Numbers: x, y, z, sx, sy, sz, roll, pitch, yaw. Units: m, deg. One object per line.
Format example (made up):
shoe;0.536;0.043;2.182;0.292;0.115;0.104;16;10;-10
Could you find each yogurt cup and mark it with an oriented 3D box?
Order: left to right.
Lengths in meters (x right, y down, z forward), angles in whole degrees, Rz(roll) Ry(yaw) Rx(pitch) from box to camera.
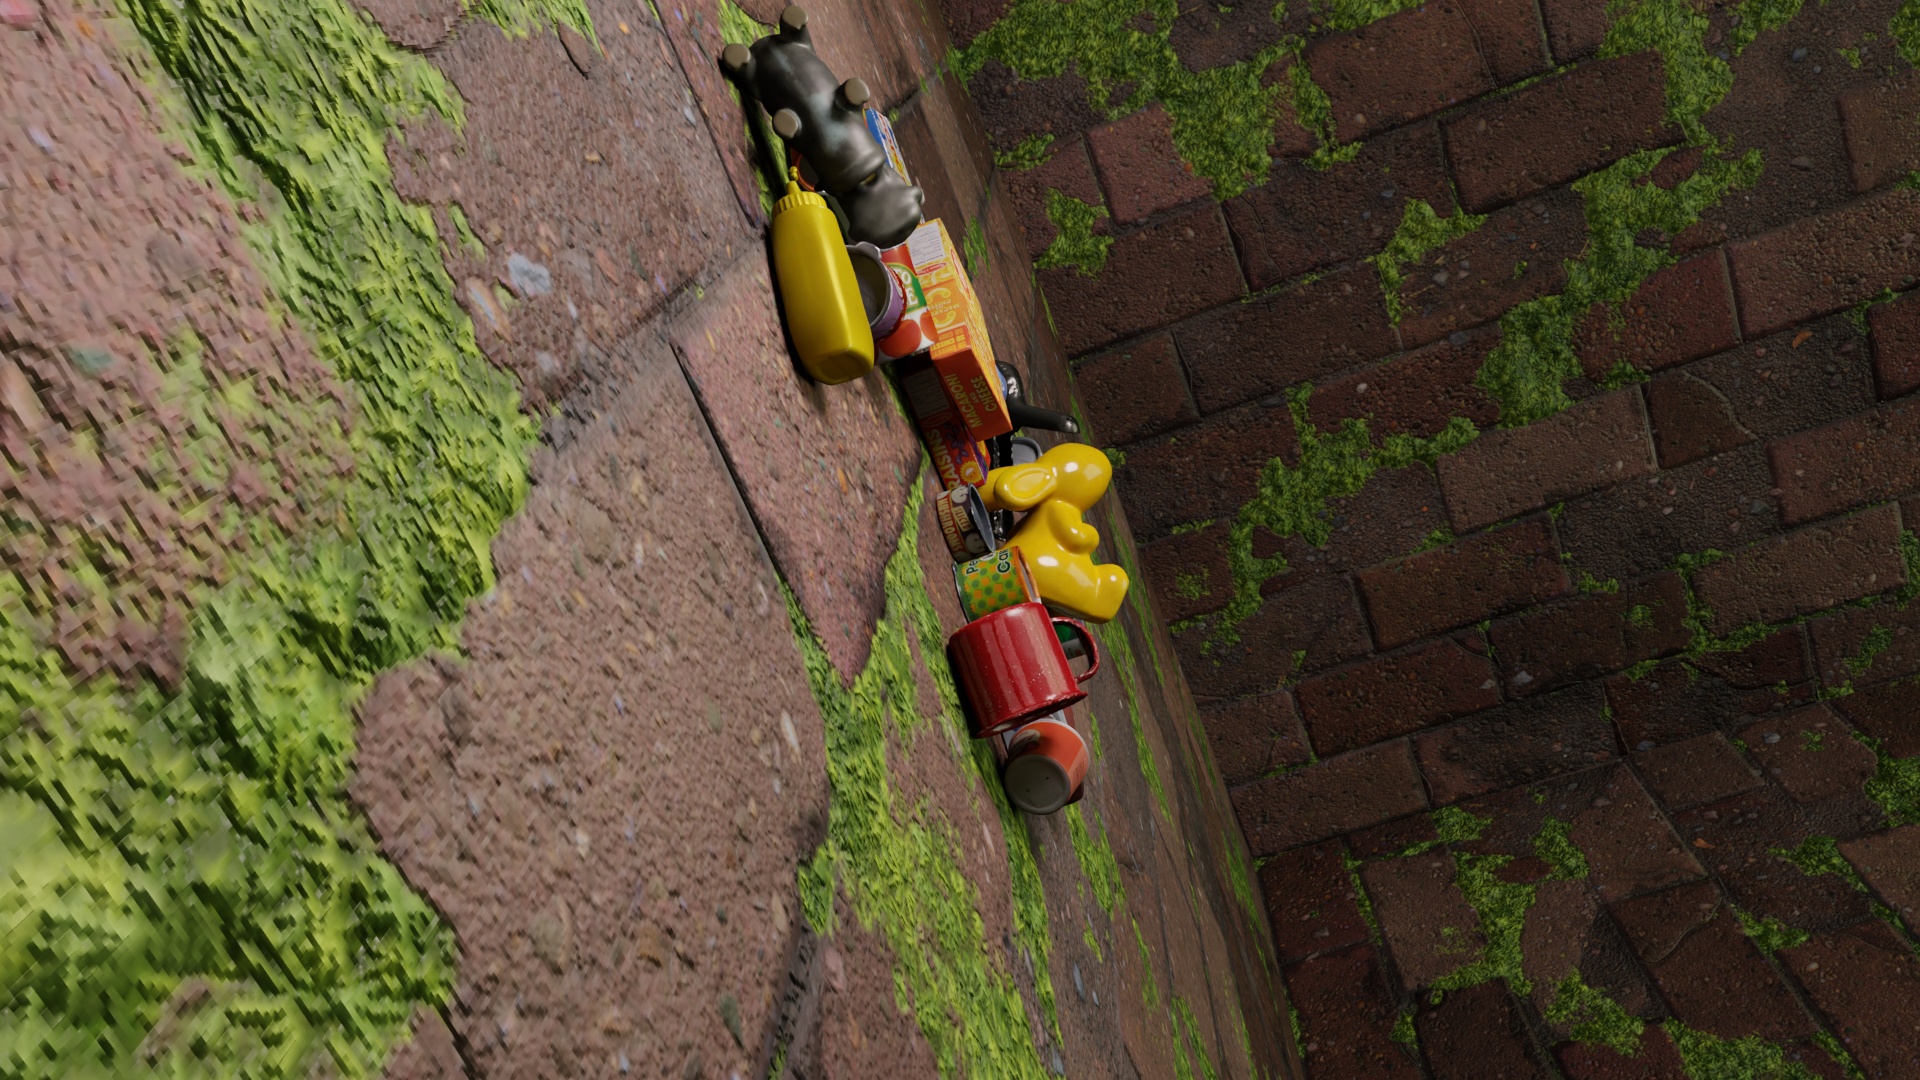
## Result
yogurt cup;0.067;0.186;1.124;0.054;0.072;0.072;-51;122;-68

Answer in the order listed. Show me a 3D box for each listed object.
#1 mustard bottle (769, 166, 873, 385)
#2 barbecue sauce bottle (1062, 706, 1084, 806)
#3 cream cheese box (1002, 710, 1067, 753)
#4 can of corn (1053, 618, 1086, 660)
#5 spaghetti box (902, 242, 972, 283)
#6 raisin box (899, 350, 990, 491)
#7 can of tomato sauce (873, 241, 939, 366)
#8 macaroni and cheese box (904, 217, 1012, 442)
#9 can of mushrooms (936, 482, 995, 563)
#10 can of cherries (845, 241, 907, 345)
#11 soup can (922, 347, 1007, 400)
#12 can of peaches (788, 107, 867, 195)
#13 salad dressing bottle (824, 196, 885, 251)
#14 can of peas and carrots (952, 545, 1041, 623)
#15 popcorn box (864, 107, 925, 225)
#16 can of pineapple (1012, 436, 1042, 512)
mustard bottle;-0.101;-0.187;0.954;0.065;0.049;0.160;45;27;-68
barbecue sauce bottle;0.084;0.174;1.279;0.149;0.043;0.064;-92;160;-58
cream cheese box;0.054;0.135;1.170;0.024;0.053;0.104;-6;78;-77
can of corn;0.096;0.092;1.437;0.071;0.058;0.071;-20;92;-79
spaghetti box;-0.030;-0.279;1.459;0.250;0.029;0.050;-2;114;-79
raisin box;-0.013;-0.112;1.294;0.086;0.040;0.123;-80;148;-70
can of tomato sauce;-0.060;-0.188;1.109;0.071;0.071;0.083;-68;139;-74
macaroni and cheese box;-0.003;-0.190;1.258;0.123;0.040;0.167;58;16;-52
can of mushrooms;0.004;-0.015;1.230;0.071;0.033;0.071;-20;92;-80
can of cherries;-0.074;-0.179;1.013;0.058;0.071;0.071;-4;75;-79
soup can;0.005;-0.163;1.396;0.083;0.071;0.071;50;24;-62
can of peaches;-0.106;-0.320;1.111;0.071;0.071;0.058;54;21;-58
salad dressing bottle;-0.080;-0.268;1.217;0.064;0.044;0.147;-99;168;-50
can of peas and carrots;0.032;0.041;1.205;0.071;0.058;0.071;-21;92;-80
popcorn box;-0.078;-0.368;1.408;0.085;0.038;0.126;-49;119;-78
can of pineapple;0.065;-0.072;1.555;0.057;0.071;0.071;60;16;-48
